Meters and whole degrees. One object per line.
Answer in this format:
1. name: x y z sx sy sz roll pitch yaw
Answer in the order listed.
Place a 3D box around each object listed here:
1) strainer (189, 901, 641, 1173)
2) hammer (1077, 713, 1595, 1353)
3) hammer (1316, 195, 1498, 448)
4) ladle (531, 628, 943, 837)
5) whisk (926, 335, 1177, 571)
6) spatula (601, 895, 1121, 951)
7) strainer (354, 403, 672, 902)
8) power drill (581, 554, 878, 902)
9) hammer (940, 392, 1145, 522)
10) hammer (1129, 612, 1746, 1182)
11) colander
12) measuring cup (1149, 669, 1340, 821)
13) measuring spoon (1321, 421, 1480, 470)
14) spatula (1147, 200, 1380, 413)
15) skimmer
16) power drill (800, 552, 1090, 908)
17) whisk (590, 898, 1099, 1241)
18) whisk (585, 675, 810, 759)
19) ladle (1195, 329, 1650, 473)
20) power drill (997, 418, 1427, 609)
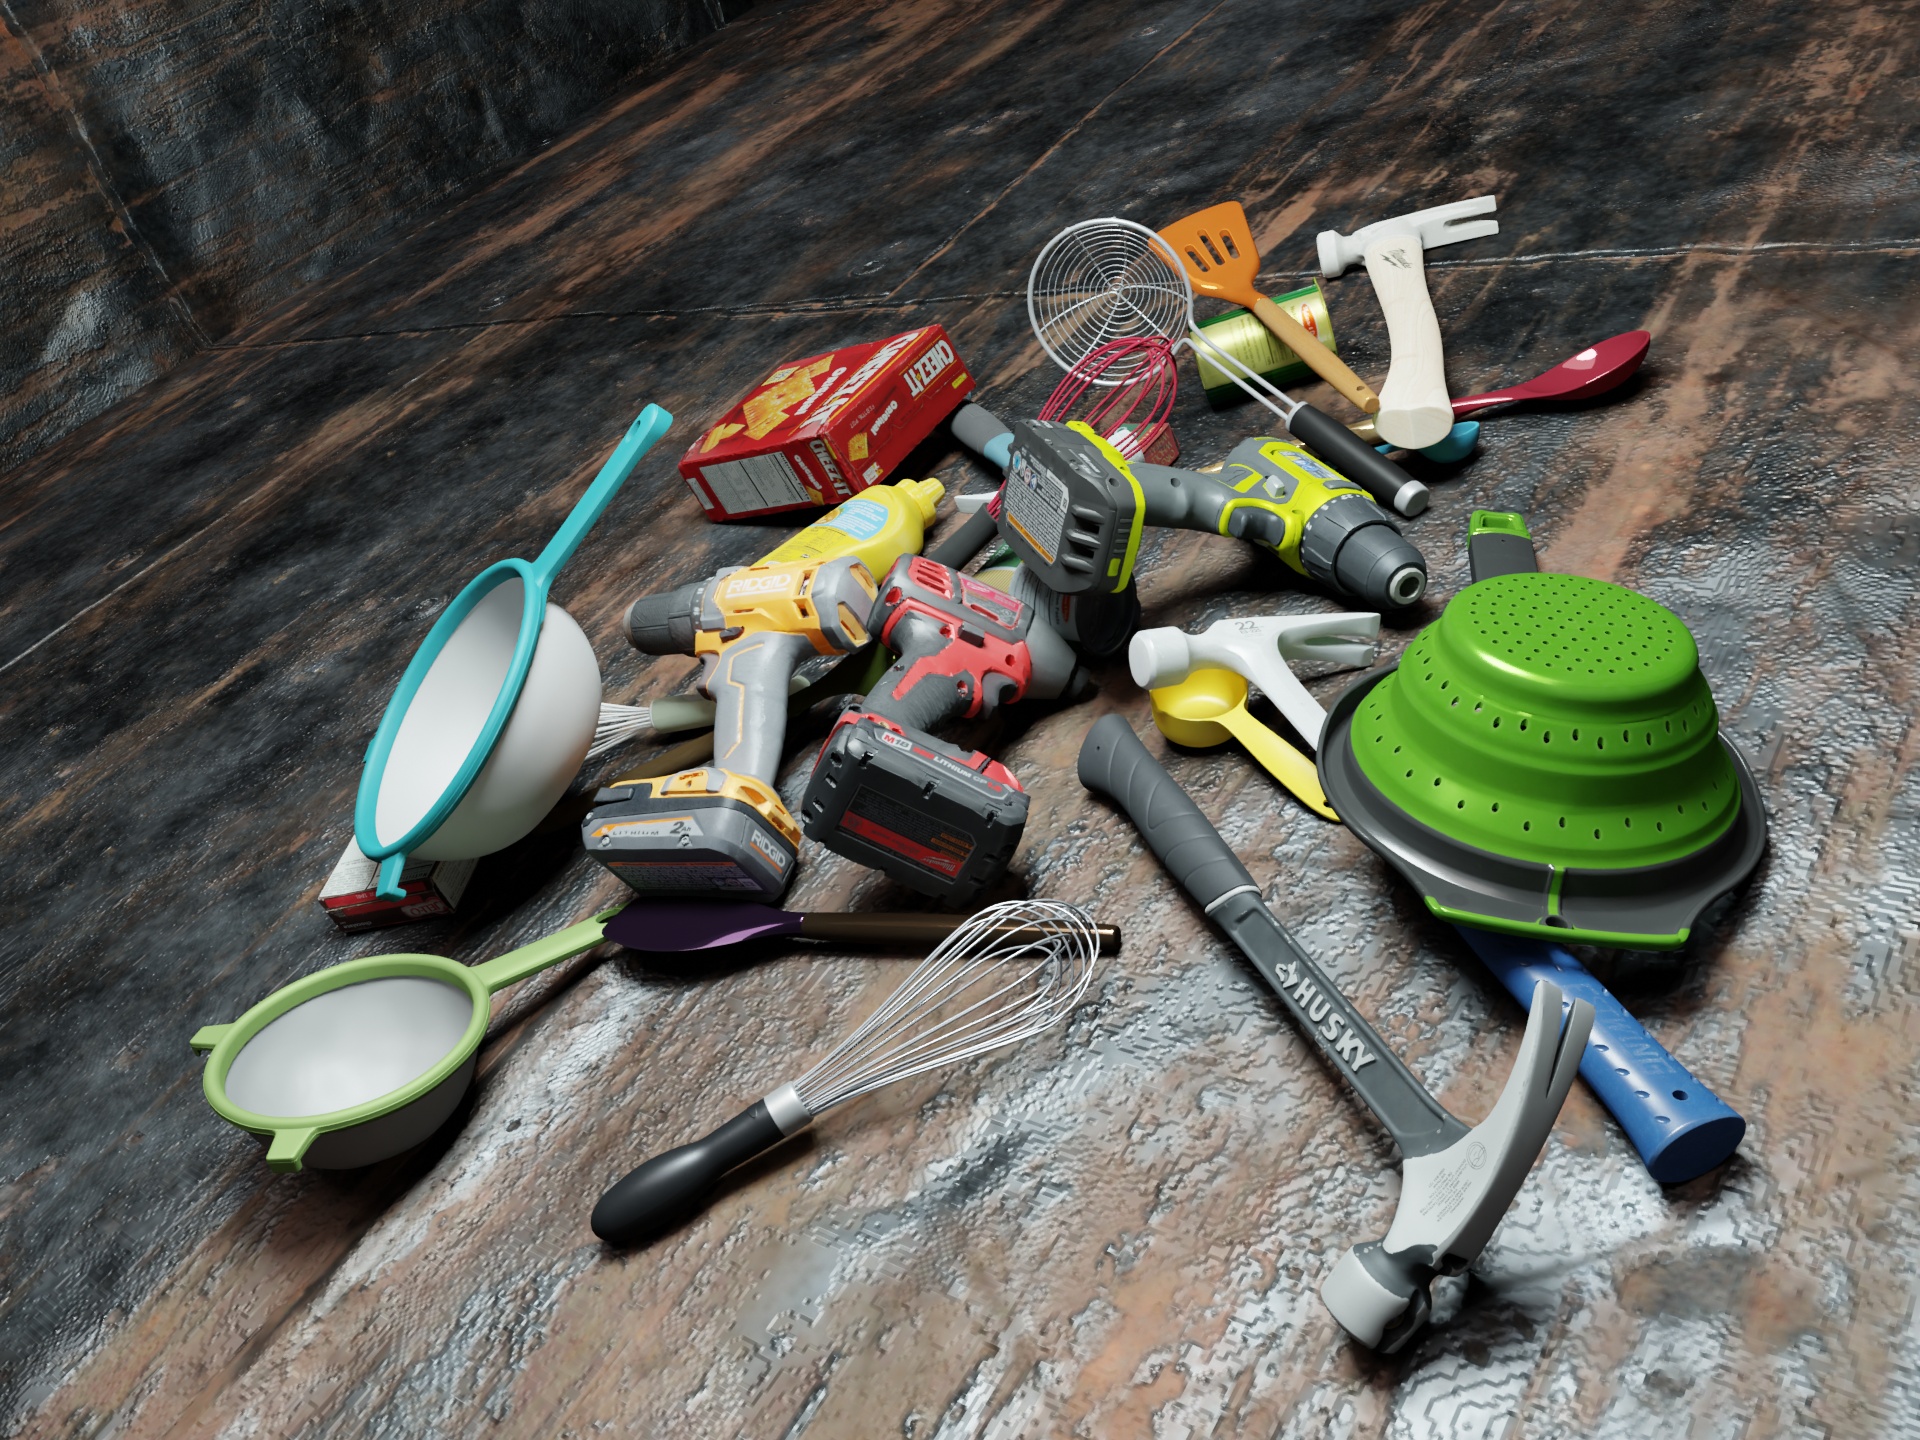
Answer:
1. strainer: -0.289 0.180 0.907 0.256 0.069 0.152 -23 31 -33
2. hammer: 0.139 0.091 0.748 0.149 0.036 0.409 -57 26 13
3. hammer: 0.344 -0.304 1.186 0.146 0.038 0.411 -9 31 17
4. ladle: -0.142 0.016 1.064 0.320 0.062 0.078 -25 41 10
5. whisk: 0.038 -0.153 1.083 0.296 0.073 0.073 -42 27 23
6. spatula: -0.063 0.115 0.878 0.316 0.018 0.060 -1 25 24
7. strainer: -0.259 -0.042 1.019 0.340 0.095 0.211 -52 33 9
8. power drill: -0.161 -0.002 1.002 0.185 0.084 0.226 -3 56 29
9. hammer: 0.029 -0.219 1.255 0.128 0.033 0.331 -29 27 -3
10. hammer: 0.225 0.055 0.766 0.144 0.035 0.406 -9 35 -16
11. colander: 0.290 -0.049 0.804 0.204 0.094 0.397 6 34 10
12. measuring cup: 0.164 0.018 0.892 0.062 0.029 0.157 -26 45 -18
13. measuring spoon: 0.293 -0.177 1.091 0.128 0.021 0.042 -11 18 32
14. spatula: 0.227 -0.300 1.157 0.081 0.041 0.323 -24 37 1
15. skimmer: 0.180 -0.242 1.130 0.090 0.127 0.364 -7 40 -34
16. power drill: -0.001 -0.003 0.931 0.143 0.078 0.220 25 39 -6
17. whisk: -0.056 0.172 0.778 0.284 0.070 0.070 -31 34 -4
18. whisk: -0.221 -0.002 1.123 0.246 0.059 0.058 -9 8 13
19. ladle: 0.316 -0.210 1.109 0.315 0.031 0.069 -13 22 18
20. power drill: 0.155 -0.122 0.973 0.228 0.080 0.191 0 28 -21
